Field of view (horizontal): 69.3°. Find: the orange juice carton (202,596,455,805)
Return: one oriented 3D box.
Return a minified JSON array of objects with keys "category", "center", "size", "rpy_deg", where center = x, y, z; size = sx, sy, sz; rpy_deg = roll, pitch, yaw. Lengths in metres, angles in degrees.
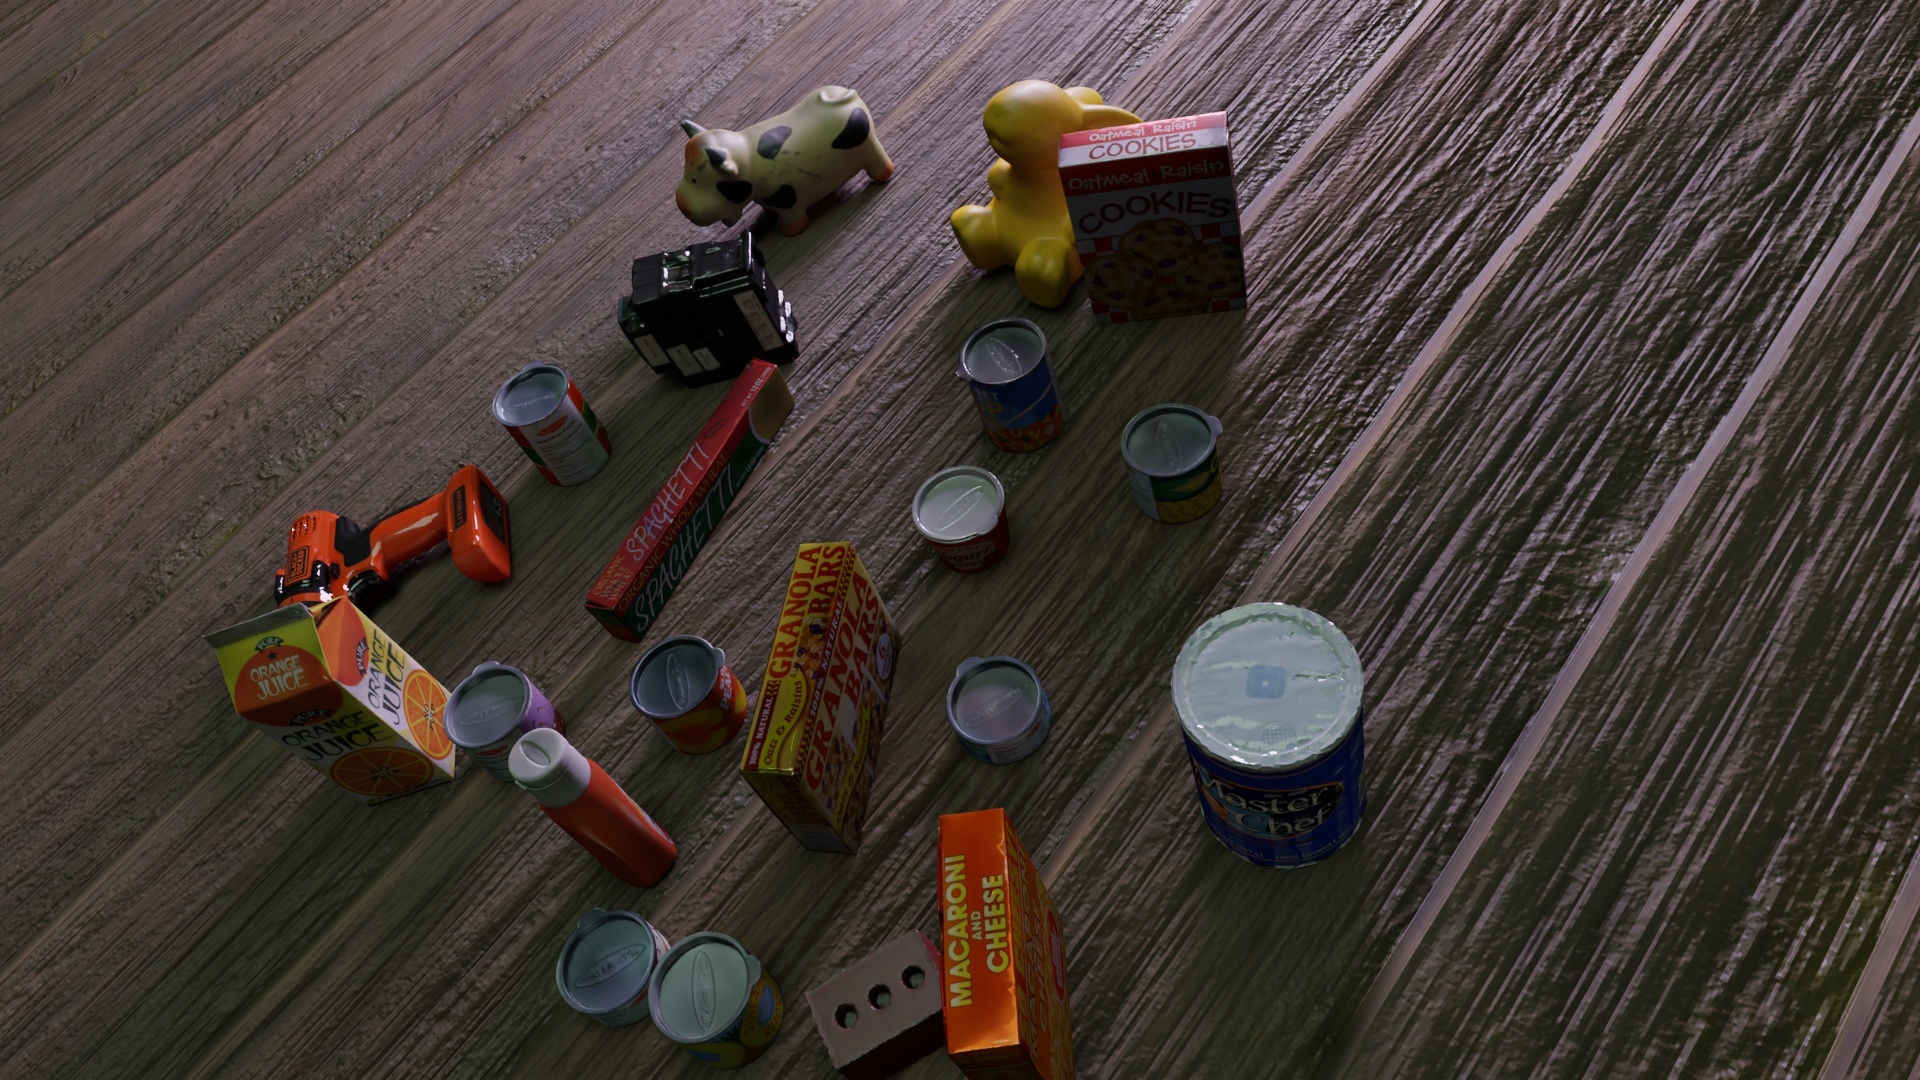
[{"category":"orange juice carton","center":[-0.432,0.105,0.966],"size":[0.072,0.191,0.073],"rpy_deg":[-18,52,4]}]

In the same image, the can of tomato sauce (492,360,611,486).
[{"category":"can of tomato sauce","center":[-0.338,-0.096,1.154],"size":[0.071,0.082,0.071],"rpy_deg":[-8,53,11]}]

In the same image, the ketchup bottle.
[{"category":"ketchup bottle","center":[-0.236,0.170,0.886],"size":[0.065,0.148,0.044],"rpy_deg":[26,66,31]}]

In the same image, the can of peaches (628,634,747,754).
[{"category":"can of peaches","center":[-0.188,0.108,0.974],"size":[0.071,0.057,0.071],"rpy_deg":[-8,53,11]}]

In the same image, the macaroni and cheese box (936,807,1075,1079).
[{"category":"macaroni and cheese box","center":[0.026,0.236,0.746],"size":[0.040,0.165,0.124],"rpy_deg":[-11,53,10]}]

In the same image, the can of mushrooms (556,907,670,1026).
[{"category":"can of mushrooms","center":[-0.219,0.269,0.881],"size":[0.071,0.033,0.071],"rpy_deg":[-8,53,11]}]

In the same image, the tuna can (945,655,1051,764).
[{"category":"tuna can","center":[0.024,0.111,0.923],"size":[0.071,0.032,0.071],"rpy_deg":[-8,53,11]}]

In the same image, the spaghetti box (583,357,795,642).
[{"category":"spaghetti box","center":[-0.207,-0.034,1.090],"size":[0.029,0.050,0.251],"rpy_deg":[15,60,26]}]

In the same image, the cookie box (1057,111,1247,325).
[{"category":"cookie box","center":[0.150,-0.242,1.058],"size":[0.123,0.166,0.040],"rpy_deg":[-4,54,14]}]

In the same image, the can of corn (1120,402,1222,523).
[{"category":"can of corn","center":[0.154,-0.055,0.989],"size":[0.071,0.058,0.071],"rpy_deg":[-8,53,11]}]

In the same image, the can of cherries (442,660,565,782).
[{"category":"can of cherries","center":[-0.327,0.130,1.000],"size":[0.071,0.058,0.072],"rpy_deg":[-8,53,11]}]

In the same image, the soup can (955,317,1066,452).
[{"category":"soup can","center":[0.039,-0.116,1.053],"size":[0.071,0.083,0.072],"rpy_deg":[-8,53,11]}]

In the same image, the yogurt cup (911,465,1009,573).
[{"category":"yogurt cup","center":[0.004,-0.013,1.007],"size":[0.072,0.053,0.073],"rpy_deg":[-8,53,11]}]

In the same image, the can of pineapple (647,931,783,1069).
[{"category":"can of pineapple","center":[-0.145,0.278,0.837],"size":[0.071,0.057,0.071],"rpy_deg":[-8,53,11]}]

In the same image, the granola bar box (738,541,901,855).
[{"category":"granola bar box","center":[-0.087,0.103,0.905],"size":[0.039,0.123,0.166],"rpy_deg":[-1,55,17]}]
